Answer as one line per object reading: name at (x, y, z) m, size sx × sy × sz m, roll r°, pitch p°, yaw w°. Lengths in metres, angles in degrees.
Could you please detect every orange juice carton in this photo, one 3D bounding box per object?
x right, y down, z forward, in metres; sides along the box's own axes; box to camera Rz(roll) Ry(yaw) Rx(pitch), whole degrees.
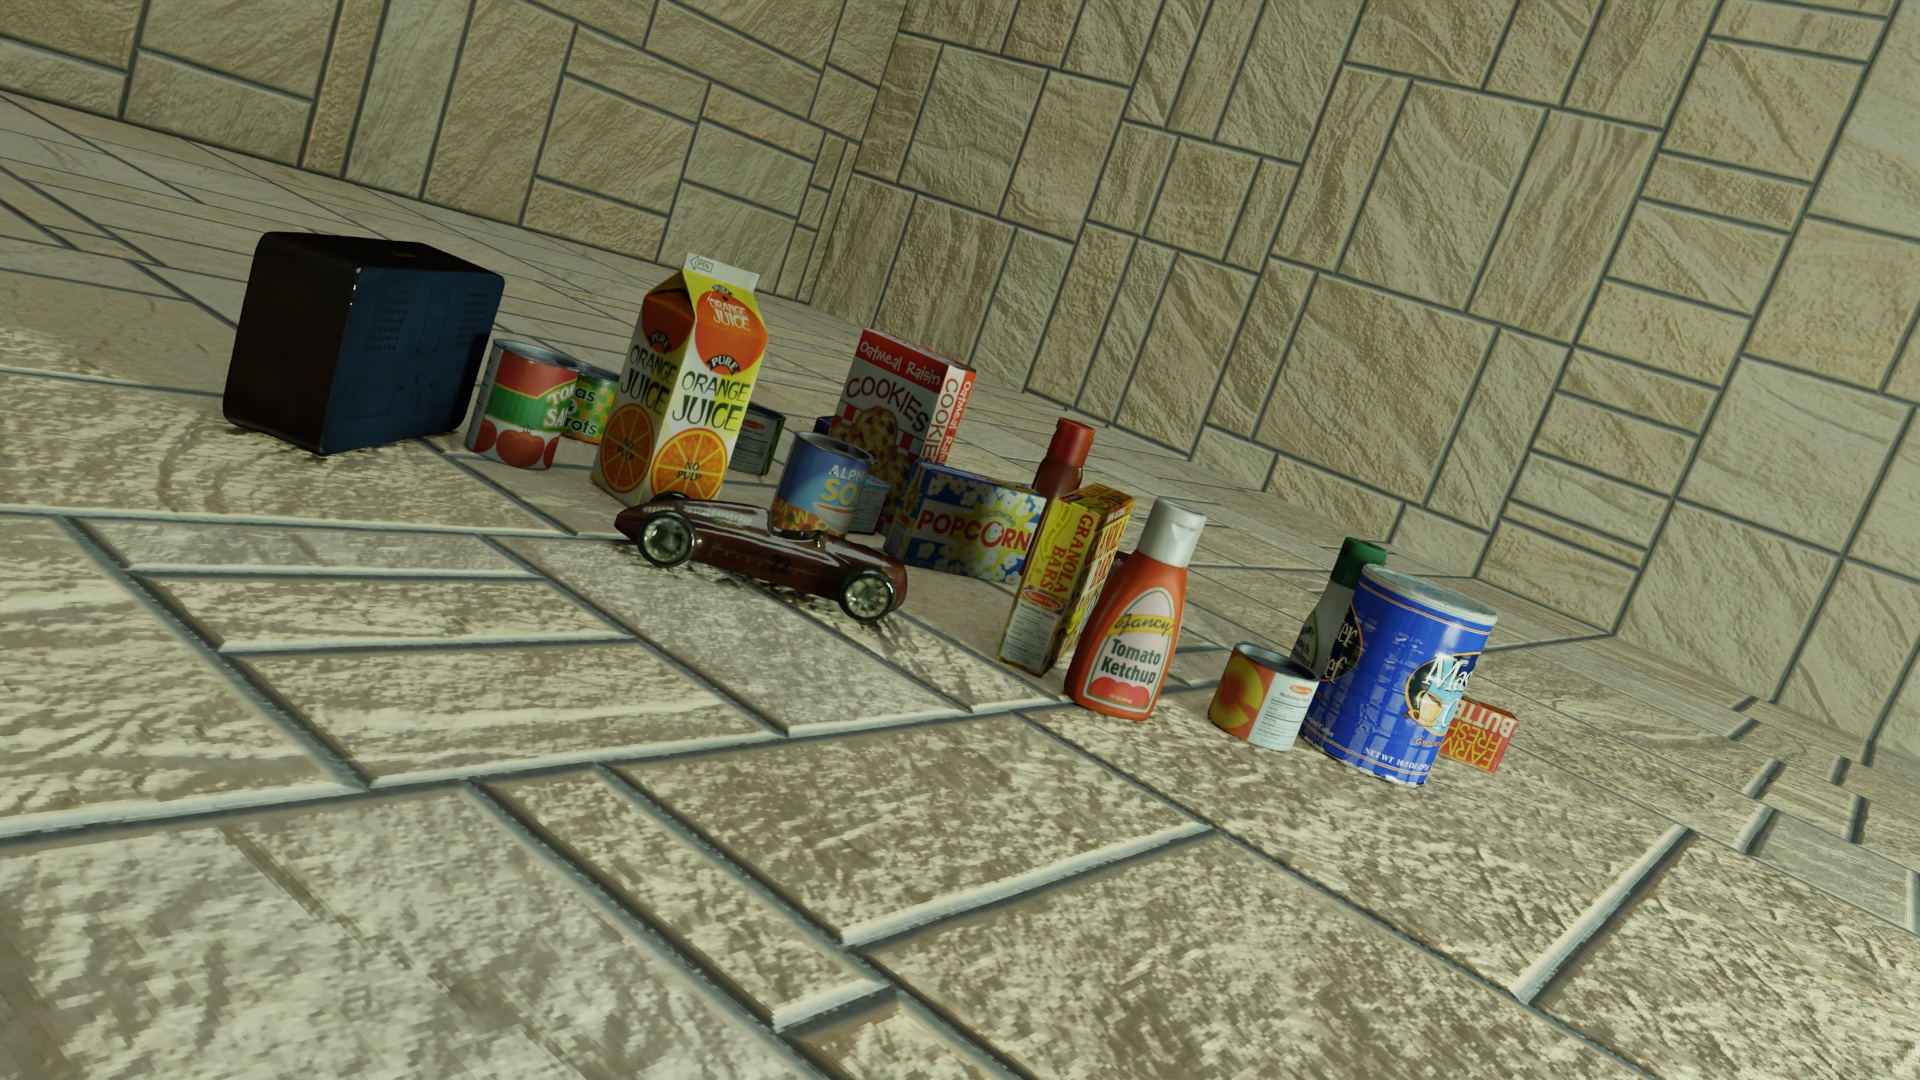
orange juice carton at (-0.208, -0.119, 1.055) m, size 0.073 × 0.192 × 0.072 m, roll 28°, pitch 13°, yaw 40°

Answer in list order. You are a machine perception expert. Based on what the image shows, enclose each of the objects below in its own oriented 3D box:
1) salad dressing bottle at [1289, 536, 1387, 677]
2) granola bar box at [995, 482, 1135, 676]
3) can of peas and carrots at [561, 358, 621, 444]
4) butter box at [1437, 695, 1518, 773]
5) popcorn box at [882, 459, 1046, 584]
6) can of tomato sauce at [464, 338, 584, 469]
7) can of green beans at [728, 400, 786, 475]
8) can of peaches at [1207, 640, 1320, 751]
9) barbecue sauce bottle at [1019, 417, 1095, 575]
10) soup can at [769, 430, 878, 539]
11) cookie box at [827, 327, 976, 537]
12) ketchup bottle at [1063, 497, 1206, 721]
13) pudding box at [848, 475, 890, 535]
salad dressing bottle at (0.308, 0.071, 1.146) m, size 0.044 × 0.147 × 0.064 m, roll 19°, pitch 10°, yaw -6°
granola bar box at (0.081, 0.024, 1.038) m, size 0.039 × 0.124 × 0.166 m, roll 22°, pitch 11°, yaw 12°
can of peas and carrots at (-0.329, -0.121, 1.213) m, size 0.071 × 0.058 × 0.071 m, roll 19°, pitch 10°, yaw -4°
butter box at (0.407, 0.153, 1.167) m, size 0.103 × 0.053 × 0.024 m, roll 20°, pitch 10°, yaw 3°
popcorn box at (0.004, -0.015, 1.203) m, size 0.127 × 0.085 × 0.038 m, roll 12°, pitch 13°, yaw -36°
can of tomato sauce at (-0.330, -0.102, 1.053) m, size 0.071 × 0.083 × 0.071 m, roll 19°, pitch 10°, yaw -4°
can of green beans at (-0.206, -0.100, 1.326) m, size 0.071 × 0.057 × 0.071 m, roll 19°, pitch 11°, yaw -4°
can of peaches at (0.221, 0.114, 1.019) m, size 0.071 × 0.058 × 0.071 m, roll 19°, pitch 11°, yaw -4°
barbecue sauce bottle at (0.085, -0.040, 1.298) m, size 0.044 × 0.148 × 0.065 m, roll 21°, pitch 10°, yaw 8°
soup can at (-0.111, -0.037, 1.110) m, size 0.071 × 0.083 × 0.071 m, roll 19°, pitch 10°, yaw -4°
cookie box at (-0.064, -0.099, 1.277) m, size 0.123 × 0.167 × 0.040 m, roll 28°, pitch 13°, yaw 40°
ketchup bottle at (0.123, 0.046, 0.941) m, size 0.065 × 0.148 × 0.043 m, roll 17°, pitch 10°, yaw -15°
pudding box at (-0.103, -0.035, 1.205) m, size 0.030 × 0.049 × 0.084 m, roll 27°, pitch 13°, yaw 36°
